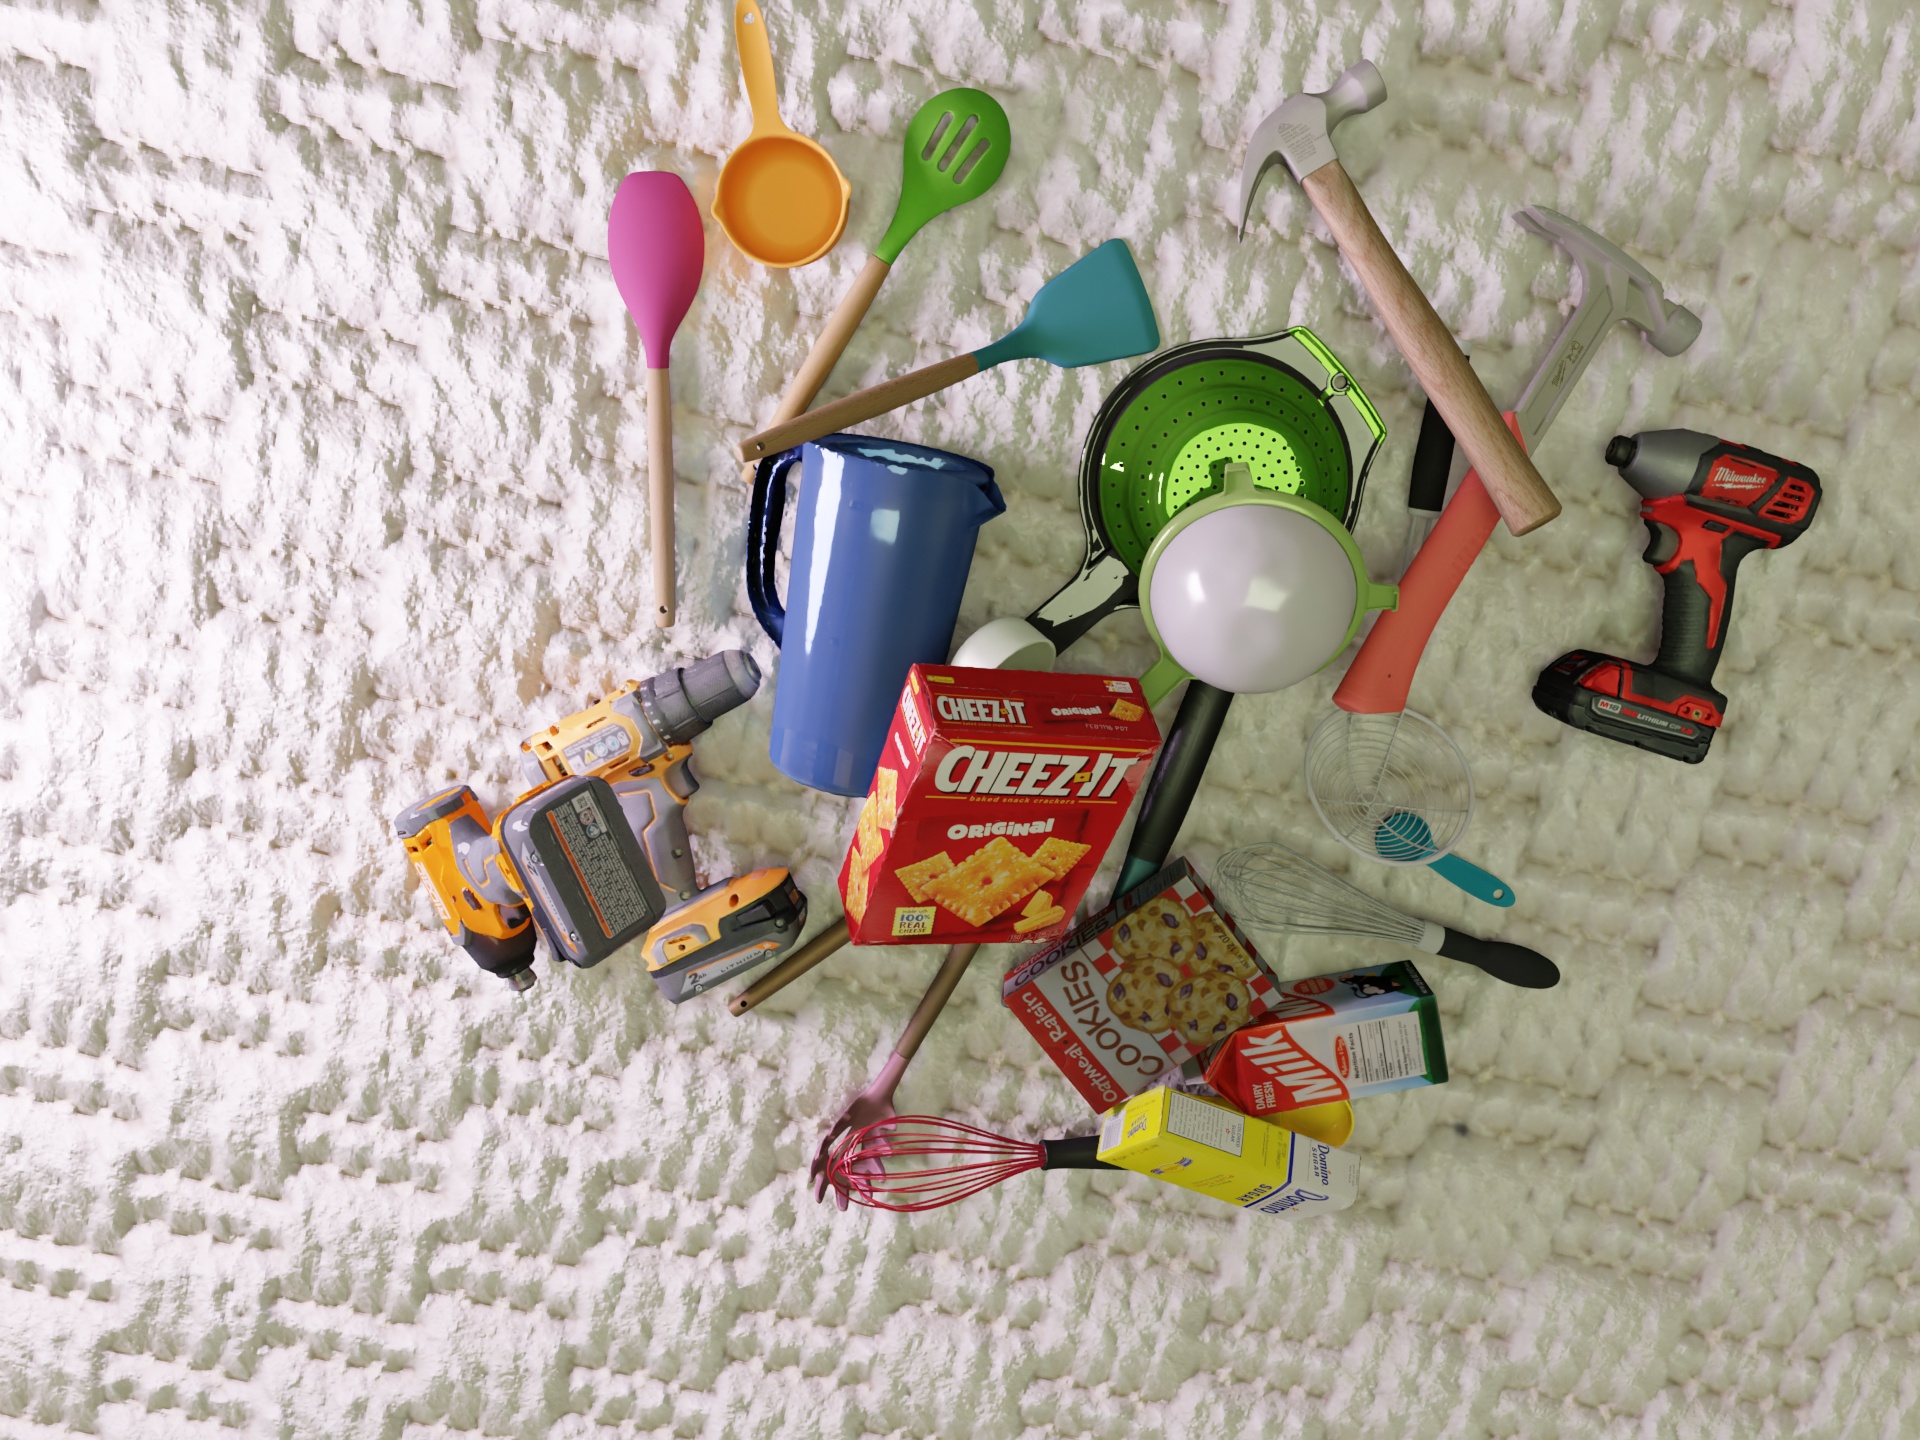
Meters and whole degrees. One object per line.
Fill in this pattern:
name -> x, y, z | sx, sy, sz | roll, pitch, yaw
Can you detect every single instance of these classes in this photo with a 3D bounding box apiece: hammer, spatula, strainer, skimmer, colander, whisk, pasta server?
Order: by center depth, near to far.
hammer -> 0.294, -0.268, 1.053 | 0.130, 0.031, 0.331 | -30, 82, 9
strainer -> 0.158, -0.038, 1.065 | 0.151, 0.069, 0.256 | 37, 120, -13
spatula -> -0.009, -0.235, 1.068 | 0.317, 0.044, 0.082 | -27, 103, -24
hammer -> 0.351, -0.164, 1.079 | 0.149, 0.037, 0.359 | 32, 89, -7
colander -> 0.124, -0.108, 1.111 | 0.397, 0.094, 0.204 | -40, 99, 9
skimmer -> 0.324, -0.082, 1.113 | 0.127, 0.090, 0.363 | 6, 103, -6
hammer -> 0.140, 0.088, 1.175 | 0.128, 0.033, 0.331 | 17, 108, -4
whisk -> 0.321, 0.151, 1.188 | 0.284, 0.070, 0.070 | 18, 103, -8
spatula -> -0.052, 0.132, 1.211 | 0.316, 0.018, 0.060 | -37, 90, 8
whisk -> 0.044, 0.335, 1.219 | 0.295, 0.073, 0.073 | 1, 104, -14
pasta server -> -0.029, 0.238, 1.225 | 0.060, 0.040, 0.316 | 26, 102, -19

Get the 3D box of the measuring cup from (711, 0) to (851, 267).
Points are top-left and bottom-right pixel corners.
measuring cup -> -0.126, -0.393, 1.074 | 0.095, 0.052, 0.173 | -9, 101, 4

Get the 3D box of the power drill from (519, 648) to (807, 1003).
power drill -> -0.193, 0.071, 1.171 | 0.185, 0.084, 0.226 | -27, 96, 7

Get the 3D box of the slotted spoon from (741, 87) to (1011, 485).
slotted spoon -> -0.066, -0.297, 1.108 | 0.070, 0.031, 0.313 | 32, 103, -9

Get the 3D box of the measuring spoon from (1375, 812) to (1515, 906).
measuring spoon -> 0.365, 0.107, 1.199 | 0.128, 0.021, 0.042 | 29, 102, -14

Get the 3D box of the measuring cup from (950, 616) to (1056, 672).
measuring cup -> -0.002, -0.004, 1.105 | 0.038, 0.083, 0.167 | 48, 109, 25

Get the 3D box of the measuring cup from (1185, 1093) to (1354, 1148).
measuring cup -> 0.228, 0.302, 1.245 | 0.156, 0.029, 0.062 | 3, 103, 13

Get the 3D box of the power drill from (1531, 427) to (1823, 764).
power drill -> 0.494, -0.093, 1.117 | 0.143, 0.078, 0.219 | 17, 100, -3

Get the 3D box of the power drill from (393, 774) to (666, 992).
power drill -> -0.307, 0.122, 1.135 | 0.226, 0.084, 0.164 | -9, 109, 48

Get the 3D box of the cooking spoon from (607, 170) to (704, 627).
cooking spoon -> -0.214, -0.224, 1.132 | 0.069, 0.017, 0.319 | 1, 103, 2
